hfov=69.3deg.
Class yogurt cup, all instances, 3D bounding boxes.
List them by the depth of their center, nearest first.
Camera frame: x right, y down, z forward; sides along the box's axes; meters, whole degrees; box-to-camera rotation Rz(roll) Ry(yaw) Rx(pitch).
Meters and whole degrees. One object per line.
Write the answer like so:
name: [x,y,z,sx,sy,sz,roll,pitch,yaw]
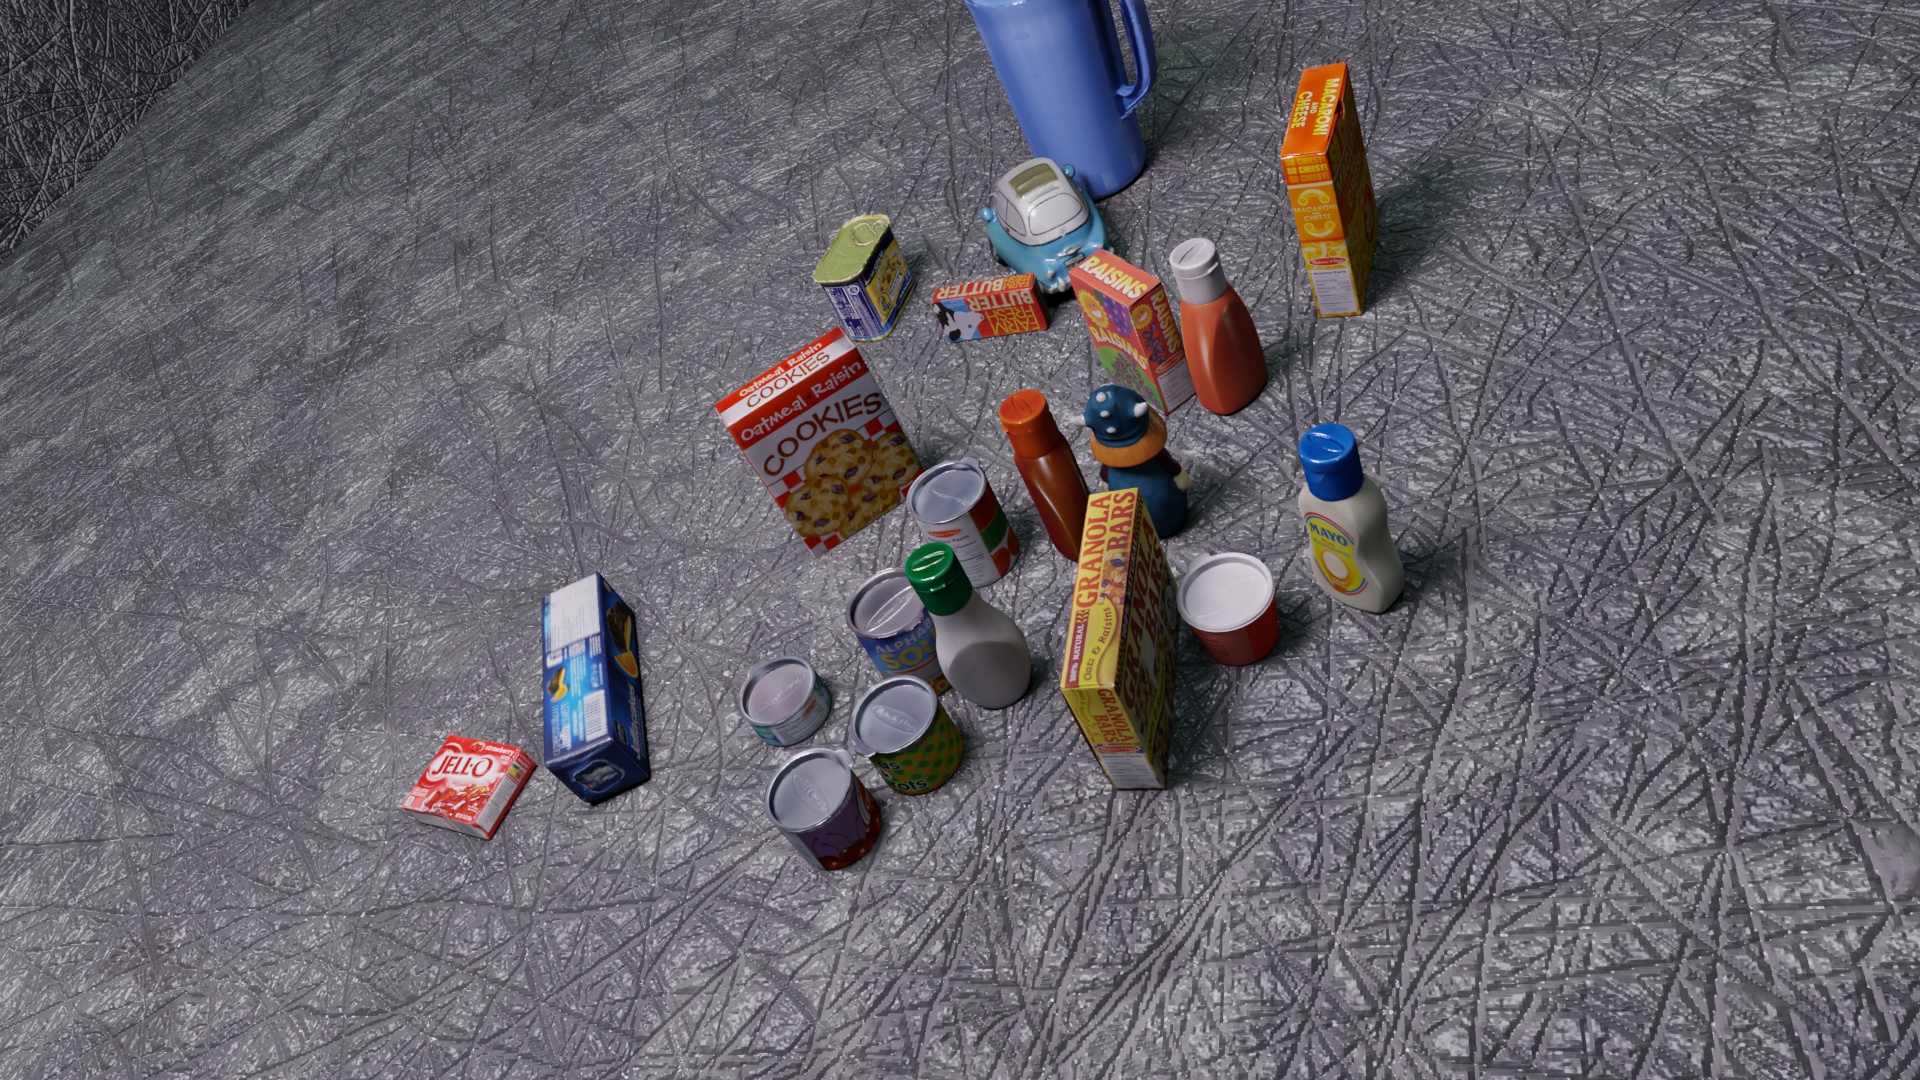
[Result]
yogurt cup: [0.190,0.051,0.970,0.072,0.053,0.073,-14,44,15]

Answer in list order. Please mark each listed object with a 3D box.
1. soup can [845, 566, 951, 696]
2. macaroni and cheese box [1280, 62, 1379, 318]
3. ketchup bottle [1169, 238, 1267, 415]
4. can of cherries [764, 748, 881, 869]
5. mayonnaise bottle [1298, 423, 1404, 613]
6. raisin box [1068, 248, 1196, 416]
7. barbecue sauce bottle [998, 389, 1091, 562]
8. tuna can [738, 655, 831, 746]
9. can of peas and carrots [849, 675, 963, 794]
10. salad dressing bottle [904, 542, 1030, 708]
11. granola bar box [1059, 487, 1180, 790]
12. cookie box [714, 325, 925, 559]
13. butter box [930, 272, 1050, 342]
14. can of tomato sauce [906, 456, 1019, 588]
soup can: [-0.038,0.073,1.044,0.071,0.083,0.072,-14,44,15]
macaroni and cheese box: [0.310,-0.288,1.151,0.040,0.165,0.124,0,50,27]
ketchup bottle: [0.203,-0.172,1.107,0.065,0.148,0.043,-45,45,-17]
can of cherries: [-0.094,0.189,0.980,0.071,0.058,0.072,-14,44,15]
mayonnaise bottle: [0.257,-0.015,0.930,0.041,0.147,0.065,-44,45,-16]
raisin box: [0.145,-0.174,1.157,0.040,0.123,0.086,-37,43,-9]
barbecue sauce bottle: [0.070,-0.050,1.059,0.044,0.148,0.065,-31,43,-3]
tuna can: [-0.138,0.124,1.084,0.071,0.032,0.071,-14,44,15]
can of peas and carrots: [-0.039,0.142,0.997,0.071,0.058,0.071,-14,44,15]
salad dressing bottle: [0.005,0.061,0.986,0.064,0.147,0.044,-23,43,6]
granola bar box: [0.112,0.067,0.943,0.039,0.123,0.166,-7,47,22]
cookie box: [-0.113,-0.080,1.168,0.123,0.166,0.040,-33,43,-5]
butter box: [0.029,-0.219,1.312,0.103,0.053,0.024,-5,48,23]
can of tomato sauce: [0.004,-0.014,1.106,0.071,0.082,0.071,-14,44,15]
